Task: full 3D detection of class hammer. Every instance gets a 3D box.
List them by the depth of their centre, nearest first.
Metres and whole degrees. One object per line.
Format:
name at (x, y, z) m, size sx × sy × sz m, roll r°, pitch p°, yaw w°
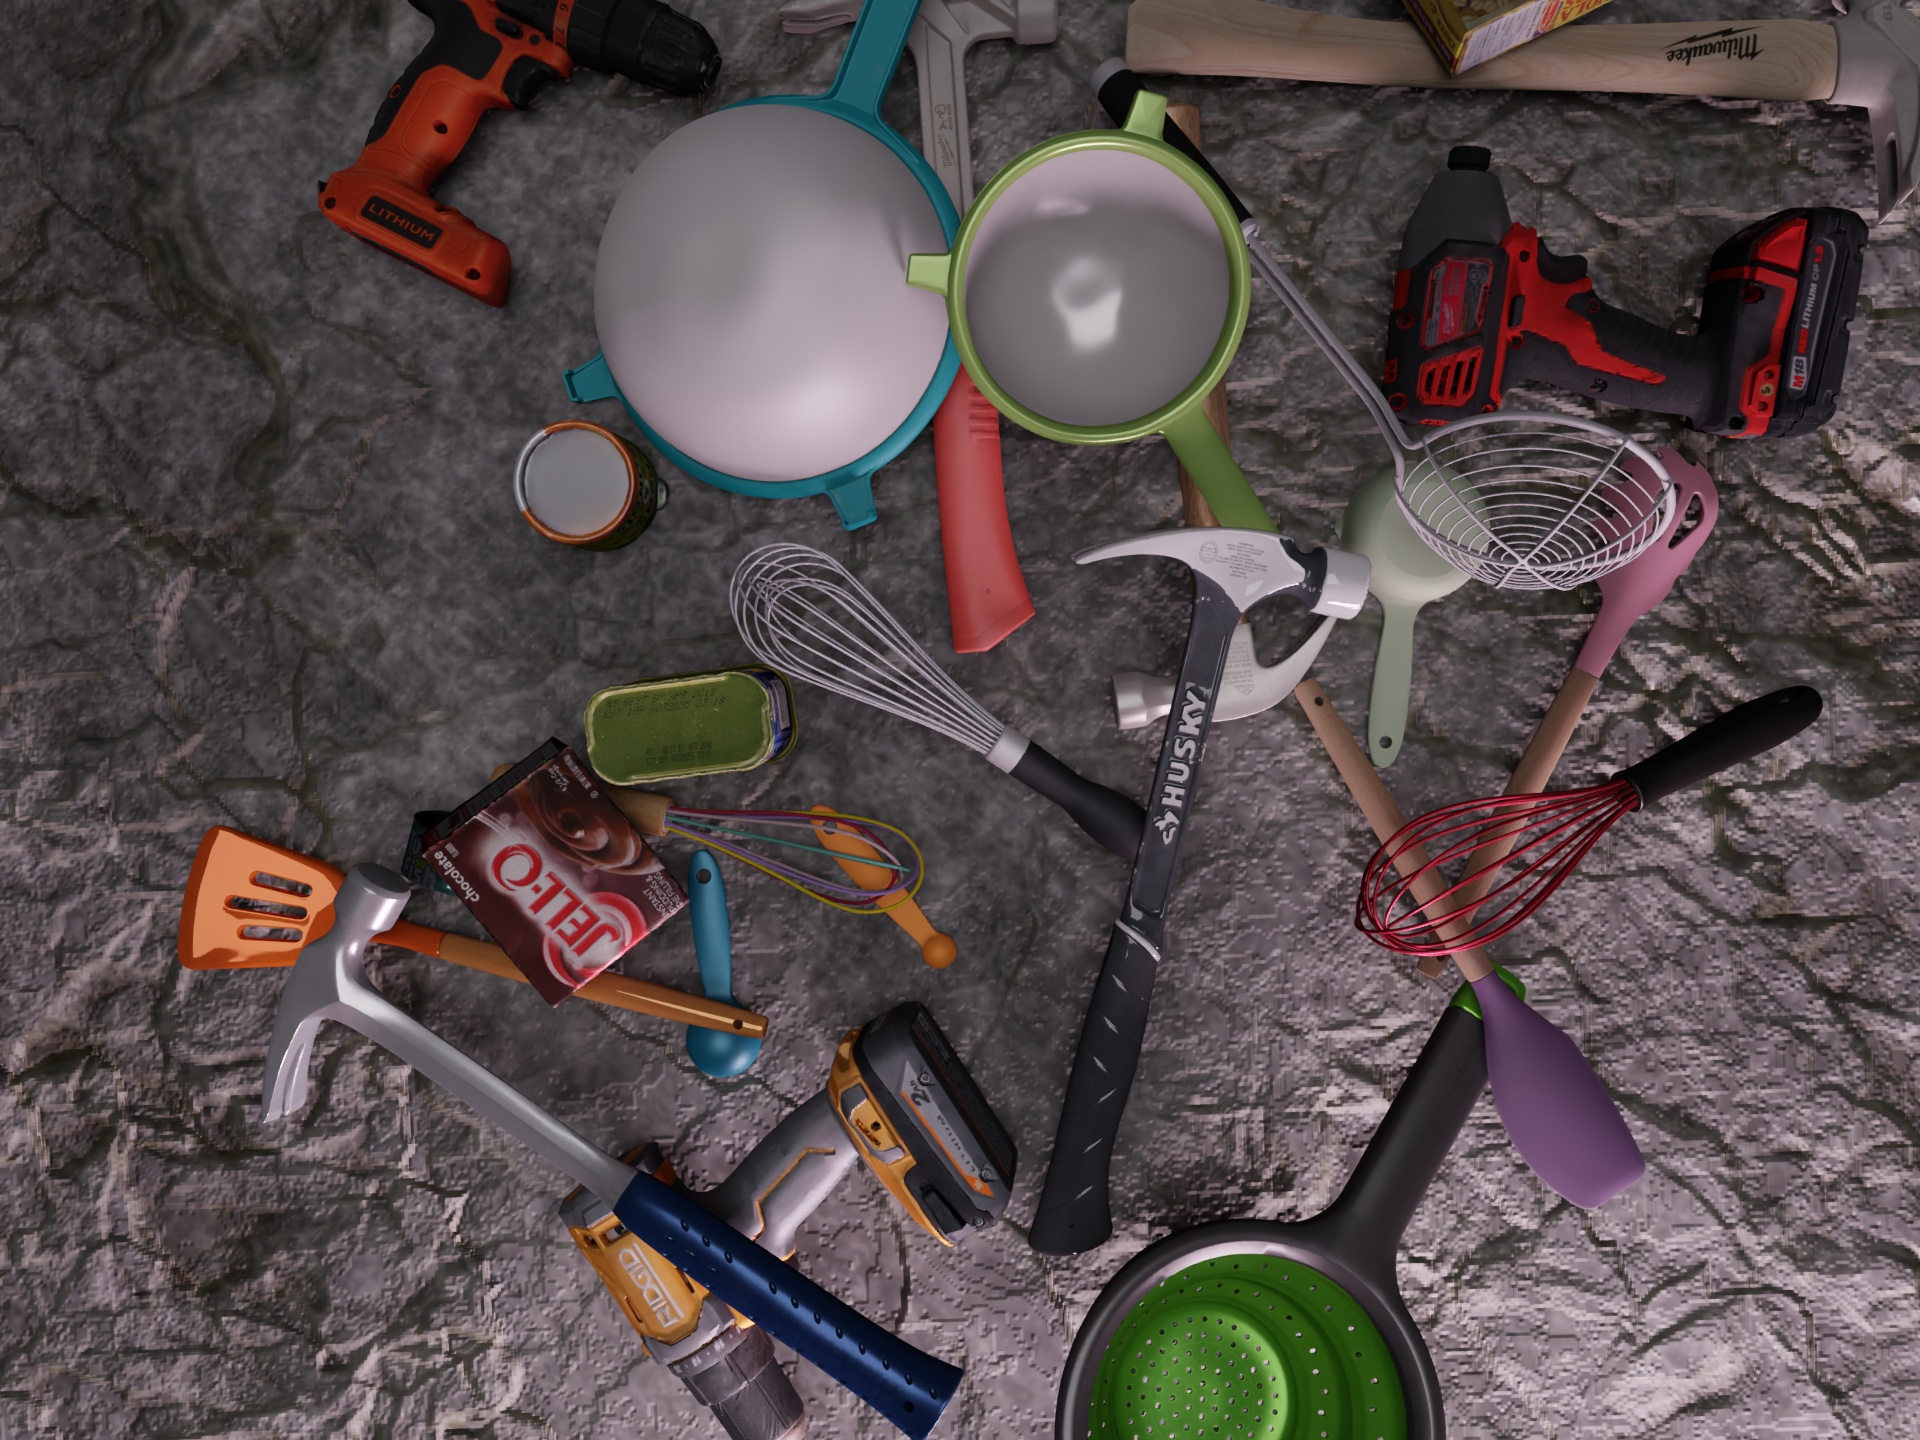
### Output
hammer at (-0.182, 0.240, 0.815) m, size 0.405 × 0.035 × 0.144 m, roll 32°, pitch 97°, yaw 8°
hammer at (0.292, -0.341, 0.836) m, size 0.410 × 0.038 × 0.146 m, roll 3°, pitch 75°, yaw 3°
hammer at (0.094, 0.096, 0.841) m, size 0.149 × 0.036 × 0.409 m, roll 12°, pitch 101°, yaw -3°
hammer at (-0.011, -0.216, 0.859) m, size 0.149 × 0.037 × 0.359 m, roll -4°, pitch 92°, yaw 1°
hammer at (0.132, -0.165, 0.861) m, size 0.130 × 0.031 × 0.331 m, roll -6°, pitch 92°, yaw 2°

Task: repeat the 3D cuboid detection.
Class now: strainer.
strainer at (-0.081, -0.278, 0.797) m, size 0.211 × 0.095 × 0.340 m, roll 26°, pitch 102°, yaw 11°
strainer at (0.096, -0.178, 0.823) m, size 0.151 × 0.069 × 0.256 m, roll -35°, pitch 108°, yaw 6°

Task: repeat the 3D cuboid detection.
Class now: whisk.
whisk at (0.333, 0.045, 0.833) m, size 0.296 × 0.073 × 0.073 m, roll -24°, pitch 92°, yaw -12°
whisk at (-0.001, -0.004, 0.859) m, size 0.284 × 0.070 × 0.070 m, roll 34°, pitch 92°, yaw -5°
whisk at (-0.140, 0.060, 0.864) m, size 0.245 × 0.051 × 0.047 m, roll 12°, pitch 96°, yaw 6°

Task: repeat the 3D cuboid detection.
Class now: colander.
colander at (0.186, 0.302, 0.858) m, size 0.204 × 0.094 × 0.397 m, roll 35°, pitch 74°, yaw 0°

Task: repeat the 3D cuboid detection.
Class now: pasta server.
pasta server at (0.326, -0.002, 0.868) m, size 0.060 × 0.040 × 0.316 m, roll 26°, pitch 96°, yaw 0°

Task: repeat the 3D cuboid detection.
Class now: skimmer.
skimmer at (0.200, -0.210, 0.799) m, size 0.090 × 0.127 × 0.363 m, roll -30°, pitch 75°, yaw -17°

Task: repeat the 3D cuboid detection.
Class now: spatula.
spatula at (0.265, 0.116, 0.855) m, size 0.060 × 0.018 × 0.316 m, roll -28°, pitch 83°, yaw -8°
spatula at (-0.262, 0.130, 0.867) m, size 0.322 × 0.041 × 0.081 m, roll 13°, pitch 90°, yaw 5°

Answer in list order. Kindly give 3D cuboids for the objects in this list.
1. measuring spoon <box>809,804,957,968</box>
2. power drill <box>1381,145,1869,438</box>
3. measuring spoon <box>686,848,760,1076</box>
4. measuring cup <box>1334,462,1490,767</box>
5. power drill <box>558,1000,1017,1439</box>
measuring spoon at (-0.044, 0.092, 0.883) m, size 0.021 × 0.011 × 0.117 m, roll -41°, pitch 91°, yaw 2°
power drill at (0.337, -0.219, 0.829) m, size 0.219 × 0.078 × 0.143 m, roll 5°, pitch 101°, yaw 4°
measuring spoon at (-0.138, 0.136, 0.881) m, size 0.042 × 0.021 × 0.128 m, roll -6°, pitch 92°, yaw 1°
measuring cup at (0.241, -0.057, 0.858) m, size 0.083 × 0.038 × 0.167 m, roll 7°, pitch 90°, yaw 1°
power drill at (-0.078, 0.280, 0.858) m, size 0.226 × 0.084 × 0.185 m, roll -32°, pitch 91°, yaw 7°
